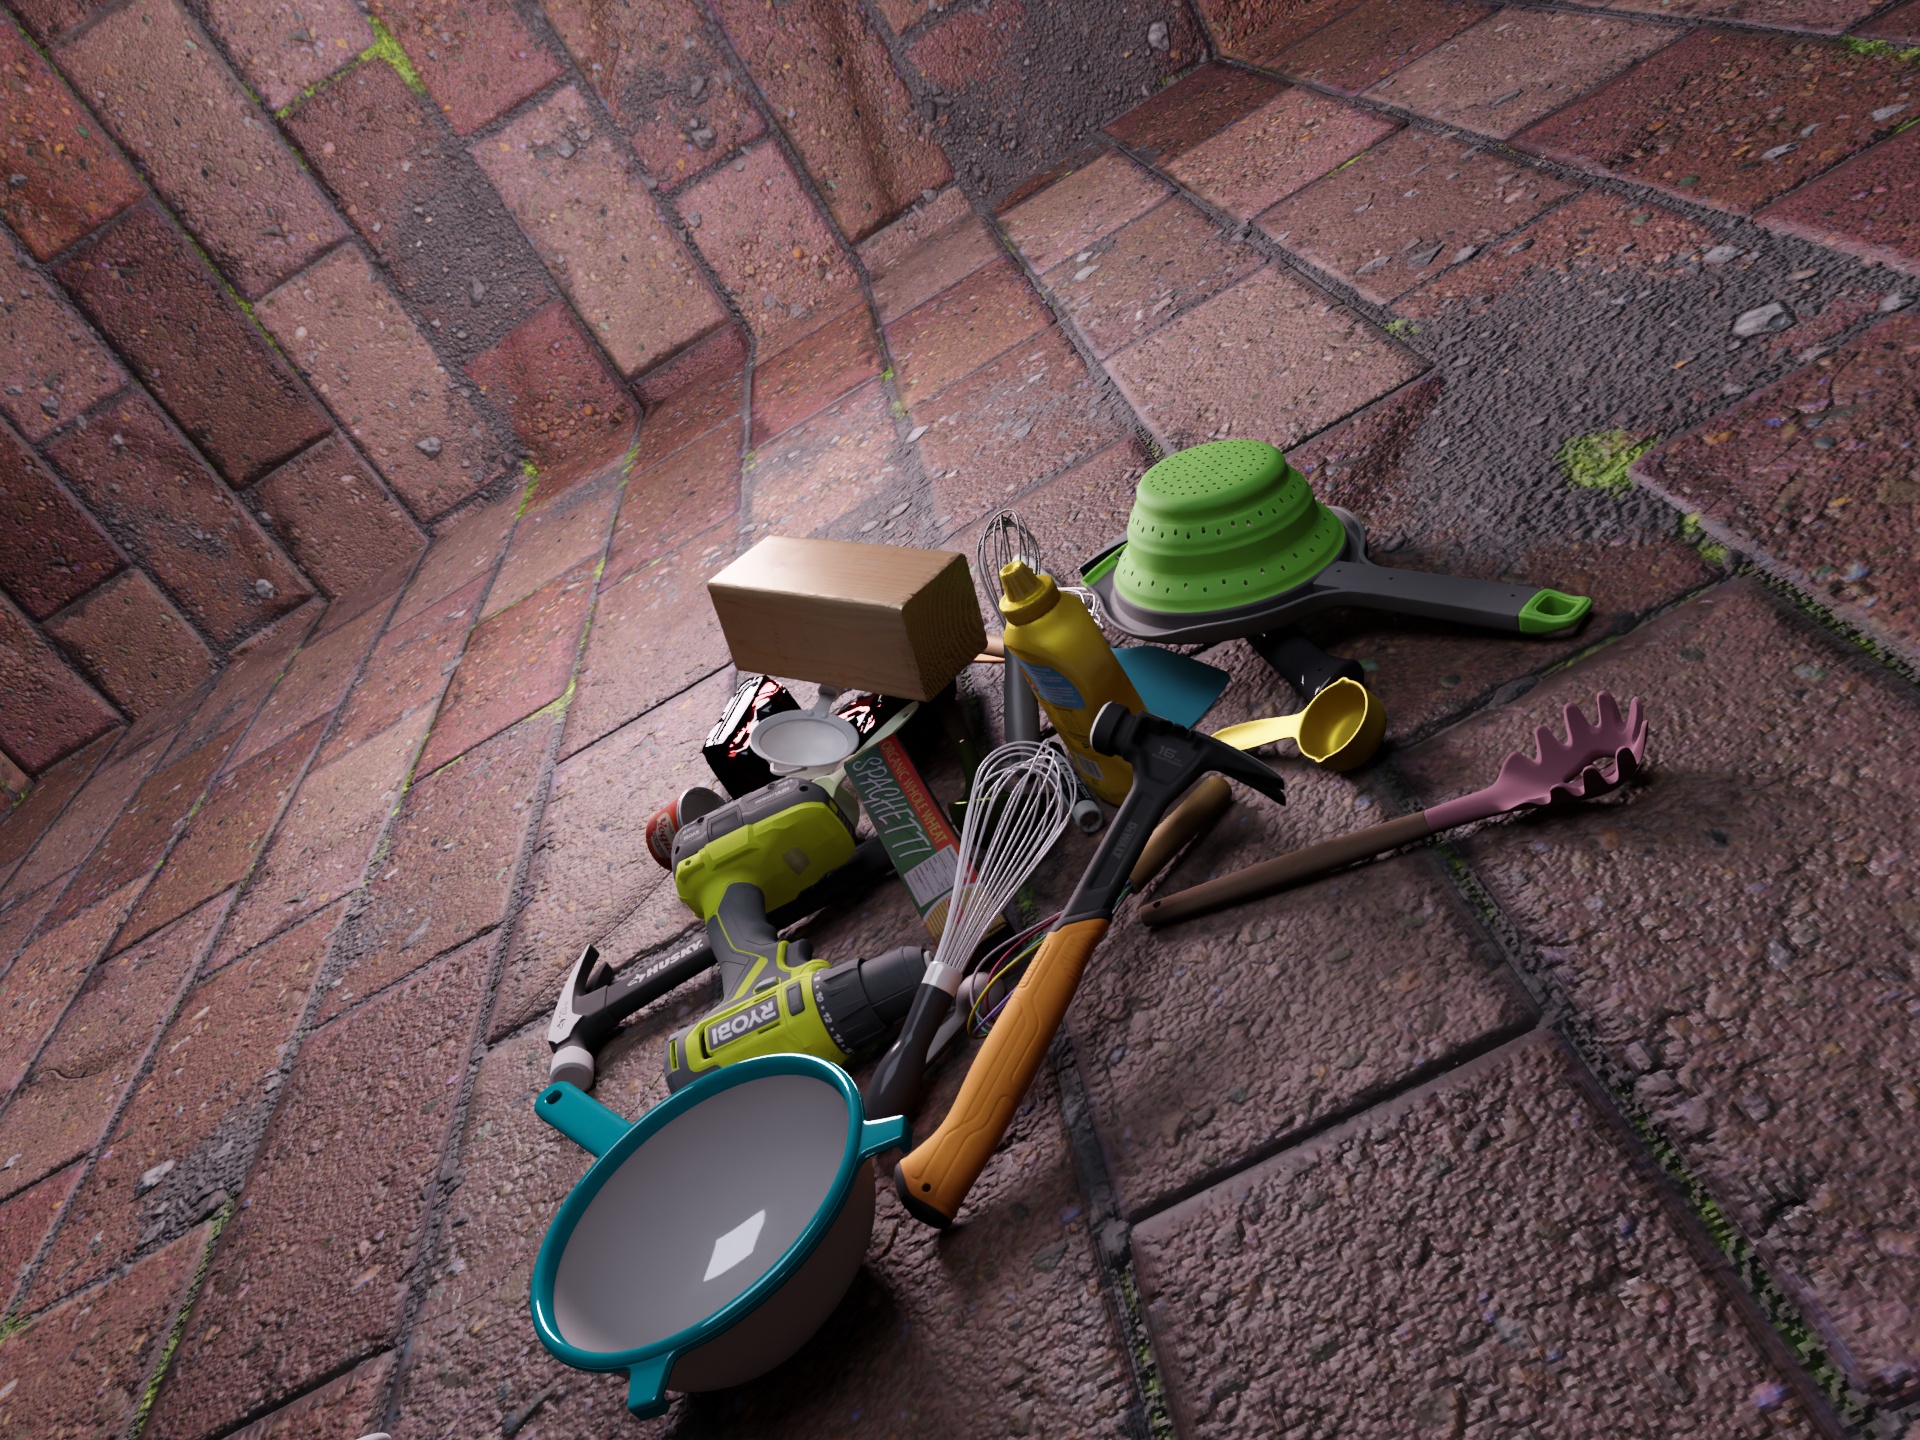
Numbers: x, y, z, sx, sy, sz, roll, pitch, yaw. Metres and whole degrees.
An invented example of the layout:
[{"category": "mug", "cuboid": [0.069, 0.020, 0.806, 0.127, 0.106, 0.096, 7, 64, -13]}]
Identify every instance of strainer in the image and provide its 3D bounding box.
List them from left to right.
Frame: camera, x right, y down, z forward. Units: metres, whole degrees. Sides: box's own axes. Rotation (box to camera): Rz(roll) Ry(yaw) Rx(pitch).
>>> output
[{"category": "strainer", "cuboid": [-0.162, 0.289, 0.938, 0.211, 0.095, 0.340, -43, 25, -25]}, {"category": "strainer", "cuboid": [-0.109, -0.018, 1.314, 0.087, 0.050, 0.259, 9, 39, 9]}]

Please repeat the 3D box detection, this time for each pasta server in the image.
[{"category": "pasta server", "cuboid": [0.244, 0.063, 0.929, 0.316, 0.040, 0.060, -22, 30, 24]}]

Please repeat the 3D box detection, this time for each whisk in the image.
[{"category": "whisk", "cuboid": [0.002, 0.136, 1.010, 0.070, 0.070, 0.285, 1, 59, 49]}, {"category": "whisk", "cuboid": [0.042, -0.063, 1.263, 0.055, 0.055, 0.239, -18, 60, 28]}, {"category": "whisk", "cuboid": [0.081, -0.111, 1.404, 0.059, 0.057, 0.246, -63, 18, 13]}, {"category": "whisk", "cuboid": [0.091, 0.115, 1.008, 0.245, 0.047, 0.051, -41, 26, -23]}]

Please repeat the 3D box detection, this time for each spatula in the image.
[{"category": "spatula", "cuboid": [0.079, -0.043, 1.280, 0.082, 0.044, 0.318, -45, 29, -19]}]

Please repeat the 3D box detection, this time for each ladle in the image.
[{"category": "ladle", "cuboid": [-0.002, -0.004, 1.236, 0.078, 0.062, 0.320, -4, 34, -15]}]

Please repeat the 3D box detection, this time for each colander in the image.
[{"category": "colander", "cuboid": [0.250, -0.132, 1.128, 0.397, 0.094, 0.204, 15, 43, 45]}]

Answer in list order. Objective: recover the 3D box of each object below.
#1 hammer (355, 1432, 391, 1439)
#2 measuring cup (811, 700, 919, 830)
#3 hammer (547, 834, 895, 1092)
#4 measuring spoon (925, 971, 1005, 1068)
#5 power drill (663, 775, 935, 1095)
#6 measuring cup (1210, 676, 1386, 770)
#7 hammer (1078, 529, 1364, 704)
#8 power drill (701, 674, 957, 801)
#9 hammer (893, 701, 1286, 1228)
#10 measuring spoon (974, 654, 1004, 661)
[{"category": "hammer", "cuboid": [-0.415, 0.562, 0.817, 0.143, 0.038, 0.387, -25, 27, 20]}, {"category": "measuring cup", "cuboid": [-0.082, 0.054, 1.276, 0.167, 0.038, 0.083, -45, 25, 4]}, {"category": "hammer", "cuboid": [-0.170, 0.161, 1.230, 0.335, 0.035, 0.146, -30, 27, 7]}, {"category": "measuring spoon", "cuboid": [-0.021, 0.203, 1.010, 0.124, 0.018, 0.034, -43, 28, -17]}, {"category": "power drill", "cuboid": [-0.116, 0.149, 1.107, 0.190, 0.080, 0.229, -26, 41, 8]}, {"category": "measuring cup", "cuboid": [0.221, 0.012, 1.061, 0.156, 0.029, 0.062, -15, 49, 57]}, {"category": "hammer", "cuboid": [0.208, -0.094, 1.243, 0.149, 0.036, 0.409, -33, 26, 3]}, {"category": "power drill", "cuboid": [-0.105, 0.000, 1.390, 0.220, 0.078, 0.143, -12, 34, 31]}, {"category": "hammer", "cuboid": [0.067, 0.144, 0.933, 0.127, 0.034, 0.337, 22, 67, 24]}, {"category": "measuring spoon", "cuboid": [0.033, -0.062, 1.407, 0.117, 0.011, 0.021, -1, 40, 47]}]
